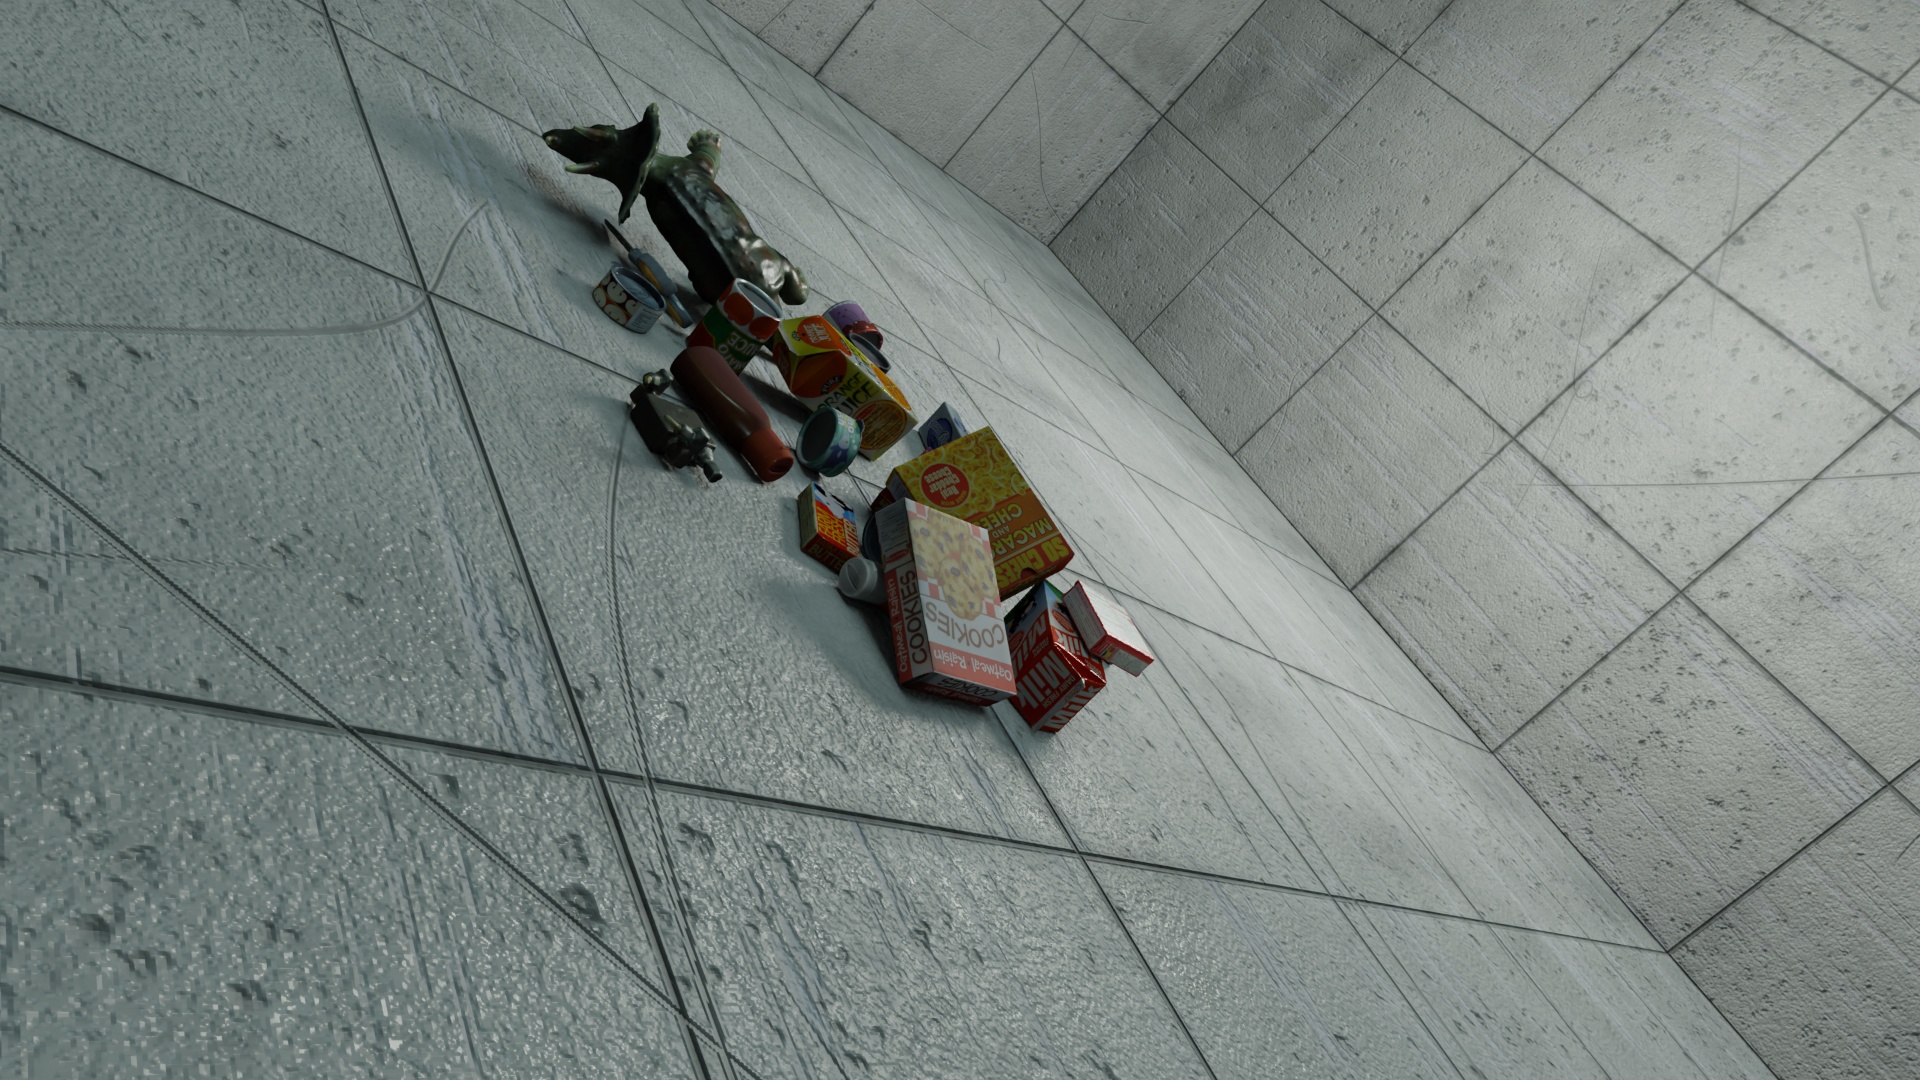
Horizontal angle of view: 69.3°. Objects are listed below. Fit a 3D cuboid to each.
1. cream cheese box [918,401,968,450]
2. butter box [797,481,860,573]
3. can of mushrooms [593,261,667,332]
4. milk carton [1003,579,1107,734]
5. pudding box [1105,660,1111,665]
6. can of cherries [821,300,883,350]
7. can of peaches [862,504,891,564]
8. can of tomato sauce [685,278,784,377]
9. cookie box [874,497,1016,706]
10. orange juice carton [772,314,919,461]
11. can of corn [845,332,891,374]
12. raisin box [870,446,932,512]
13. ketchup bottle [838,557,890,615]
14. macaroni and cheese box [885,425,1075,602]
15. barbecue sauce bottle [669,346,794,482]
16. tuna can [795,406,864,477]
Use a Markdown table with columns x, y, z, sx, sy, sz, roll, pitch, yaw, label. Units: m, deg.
| x | y | z | sx | sy | sz | roll | pitch | yaw | label |
| --- | --- | --- | --- | --- | --- | --- | --- | --- | --- |
| -0.018 | -0.126 | 1.734 | 0.024 | 0.053 | 0.104 | 34 | 19 | -34 | cream cheese box |
| -0.123 | -0.011 | 1.291 | 0.053 | 0.024 | 0.104 | 34 | 19 | -25 | butter box |
| -0.326 | -0.239 | 1.365 | 0.071 | 0.033 | 0.071 | 38 | 19 | -15 | can of mushrooms |
| 0.090 | 0.119 | 1.368 | 0.073 | 0.072 | 0.191 | 39 | 18 | -15 | milk carton |
| 0.154 | 0.101 | 1.616 | 0.083 | 0.030 | 0.050 | 39 | 19 | -12 | pudding box |
| -0.138 | -0.262 | 1.762 | 0.058 | 0.071 | 0.071 | 52 | 20 | 27 | can of cherries |
| -0.051 | -0.001 | 1.346 | 0.071 | 0.071 | 0.058 | 50 | 17 | 20 | can of peaches |
| -0.232 | -0.218 | 1.437 | 0.071 | 0.083 | 0.071 | 38 | 18 | -14 | can of tomato sauce |
| -0.013 | 0.058 | 1.244 | 0.123 | 0.040 | 0.168 | 21 | 51 | -49 | cookie box |
| -0.136 | -0.174 | 1.511 | 0.192 | 0.073 | 0.072 | 40 | 15 | -44 | orange juice carton |
| -0.127 | -0.207 | 1.677 | 0.071 | 0.058 | 0.071 | 39 | 18 | -15 | can of corn |
| -0.020 | -0.025 | 1.450 | 0.123 | 0.040 | 0.086 | 44 | 59 | 1 | raisin box |
| -0.049 | 0.048 | 1.280 | 0.149 | 0.043 | 0.065 | 21 | 36 | -50 | ketchup bottle |
| 0.020 | -0.022 | 1.411 | 0.124 | 0.040 | 0.166 | -26 | 75 | -28 | macaroni and cheese box |
| -0.213 | -0.120 | 1.317 | 0.149 | 0.043 | 0.065 | 50 | 19 | 20 | barbecue sauce bottle |
| -0.132 | -0.102 | 1.403 | 0.033 | 0.071 | 0.071 | 27 | 24 | -40 | tuna can |
